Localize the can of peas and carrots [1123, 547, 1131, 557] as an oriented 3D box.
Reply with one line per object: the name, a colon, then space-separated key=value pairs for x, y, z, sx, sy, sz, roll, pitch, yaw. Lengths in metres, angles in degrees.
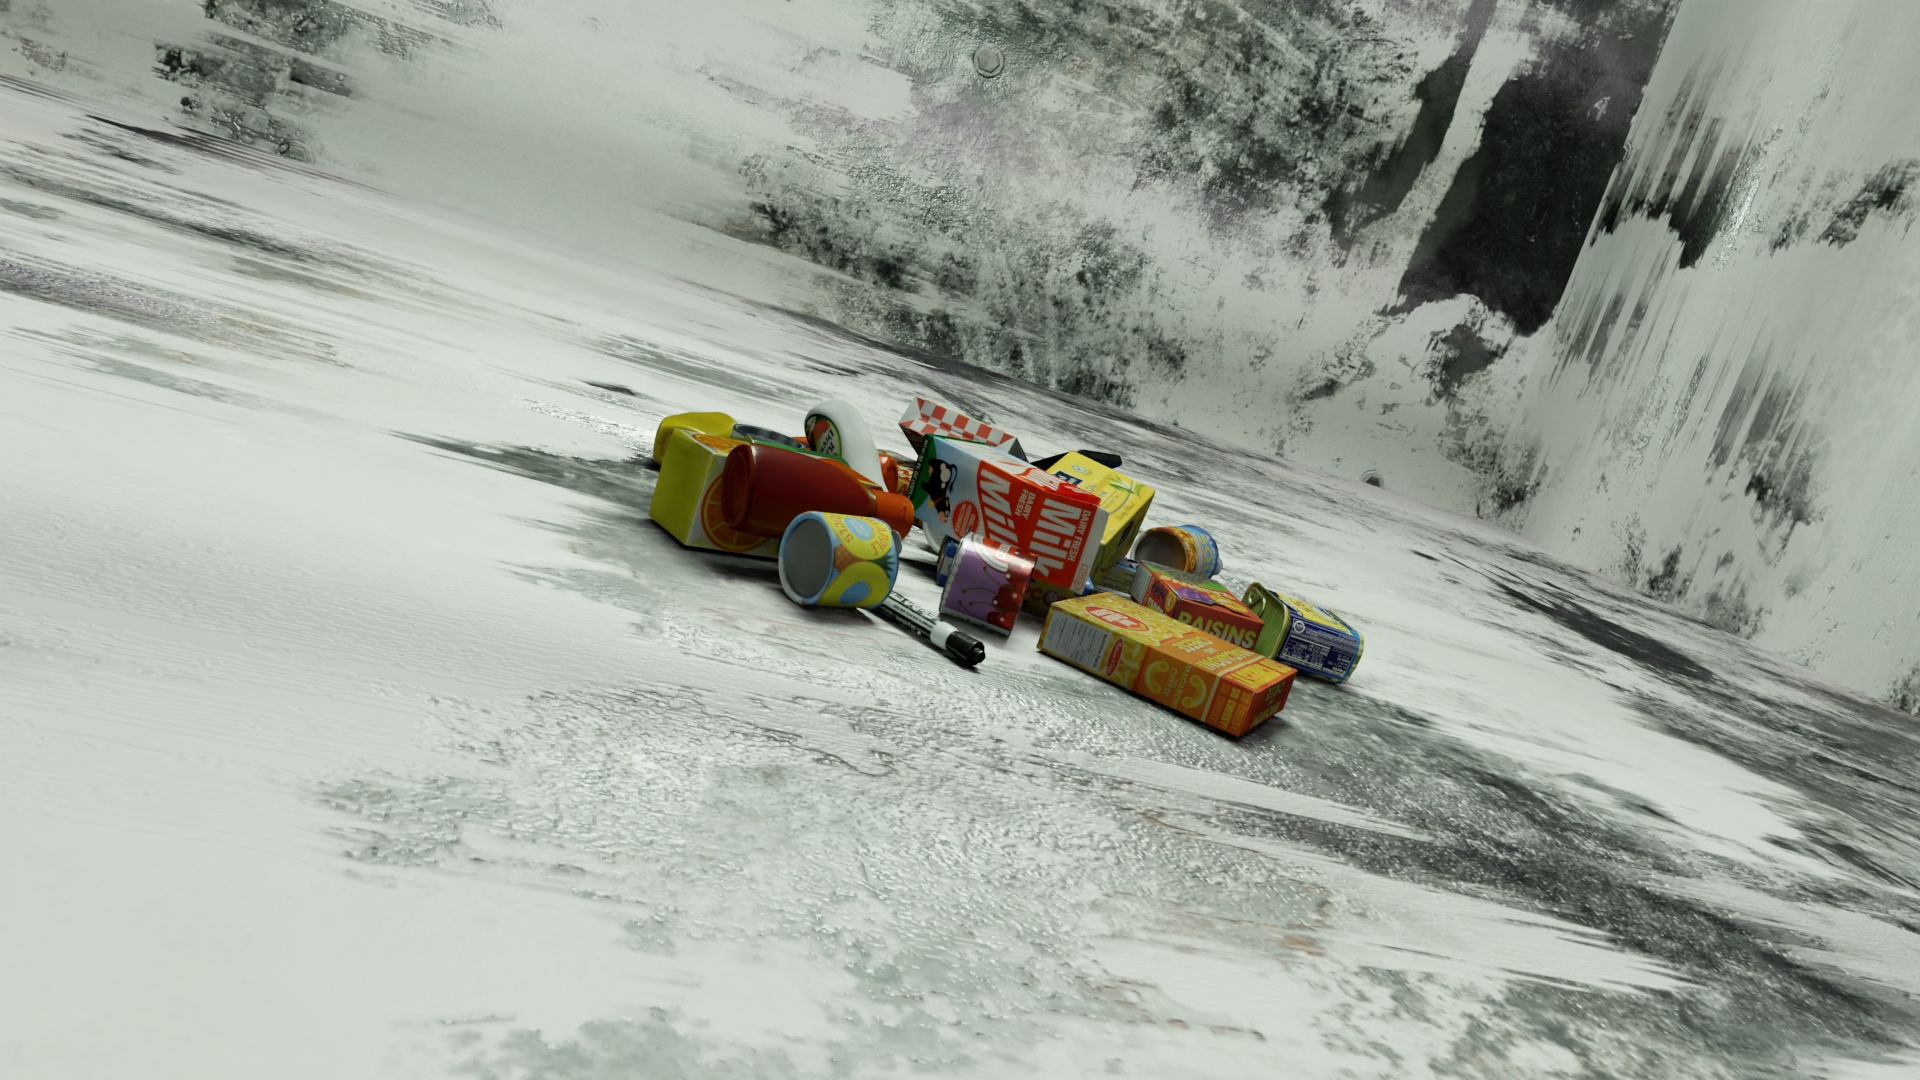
can of peas and carrots: x=0.140 y=-0.014 z=1.435 sx=0.071 sy=0.070 sz=0.059 roll=15 pitch=12 yaw=-19

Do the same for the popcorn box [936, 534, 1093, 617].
popcorn box: x=0.044 y=0.028 z=1.174 sx=0.127 sy=0.038 sz=0.085 roll=17 pitch=10 yaw=-4

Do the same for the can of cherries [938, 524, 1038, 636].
can of cherries: x=0.022 y=0.030 z=1.049 sx=0.058 sy=0.071 sz=0.071 roll=20 pitch=11 yaw=5

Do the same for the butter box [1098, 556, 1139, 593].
butter box: x=0.129 y=0.024 z=1.359 sx=0.103 sy=0.024 sz=0.053 roll=17 pitch=13 yaw=-7

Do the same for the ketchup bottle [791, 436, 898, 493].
ketchup bottle: x=-0.135 y=-0.071 z=1.320 sx=0.149 sy=0.044 sz=0.064 roll=15 pitch=-29 yaw=13

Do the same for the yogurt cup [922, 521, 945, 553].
yogurt cup: x=0.004 y=-0.016 z=1.258 sx=0.072 sy=0.072 sz=0.054 roll=21 pitch=3 yaw=13

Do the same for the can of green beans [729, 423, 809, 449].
can of green beans: x=-0.175 y=-0.064 z=1.217 sx=0.071 sy=0.057 sz=0.071 roll=17 pitch=11 yaw=-3

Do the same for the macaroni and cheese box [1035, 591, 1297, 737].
macaroni and cheese box: x=0.158 y=0.091 z=1.055 sx=0.166 sy=0.040 sz=0.124 roll=23 pitch=13 yaw=24

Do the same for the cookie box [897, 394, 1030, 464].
cookie box: x=0.017 y=-0.078 z=1.448 sx=0.123 sy=0.040 sz=0.167 roll=24 pitch=-15 yaw=24

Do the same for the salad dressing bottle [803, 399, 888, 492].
salad dressing bottle: x=-0.091 y=-0.057 z=1.207 sx=0.044 sy=0.064 sz=0.148 roll=-5 pitch=51 yaw=-33

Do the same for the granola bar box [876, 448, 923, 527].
granola bar box: x=-0.042 y=-0.049 z=1.396 sx=0.166 sy=0.039 sz=0.124 roll=24 pitch=13 yaw=25

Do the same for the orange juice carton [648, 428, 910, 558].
orange juice carton: x=-0.133 y=-0.028 z=1.077 sx=0.193 sy=0.073 sz=0.072 roll=10 pitch=13 yaw=-38

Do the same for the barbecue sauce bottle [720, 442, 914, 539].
barbecue sauce bottle: x=-0.102 y=-0.028 z=1.019 sx=0.149 sy=0.065 sz=0.043 roll=11 pitch=-17 yaw=-39

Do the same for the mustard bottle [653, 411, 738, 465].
mustard bottle: x=-0.233 y=-0.092 z=1.279 sx=0.065 sy=0.048 sz=0.160 roll=16 pitch=11 yaw=4

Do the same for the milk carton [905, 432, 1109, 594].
milk carton: x=0.044 y=-0.023 z=1.134 sx=0.073 sy=0.072 sz=0.191 roll=6 pitch=16 yaw=-44

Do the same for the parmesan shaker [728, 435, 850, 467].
parmesan shaker: x=-0.146 y=-0.048 z=1.153 sx=0.103 sy=0.071 sz=0.071 roll=8 pitch=15 yaw=-42

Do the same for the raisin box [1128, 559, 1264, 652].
raisin box: x=0.216 y=0.061 z=1.282 sx=0.086 sy=0.040 sz=0.123 roll=16 pitch=12 yaw=-13

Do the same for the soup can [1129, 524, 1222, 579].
soup can: x=0.221 y=0.018 z=1.418 sx=0.071 sy=0.071 sz=0.084 roll=24 pitch=13 yaw=27

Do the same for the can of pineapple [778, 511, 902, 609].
can of pineapple: x=-0.085 y=0.013 z=0.971 sx=0.058 sy=0.071 sz=0.071 roll=6 pitch=16 yaw=-43
